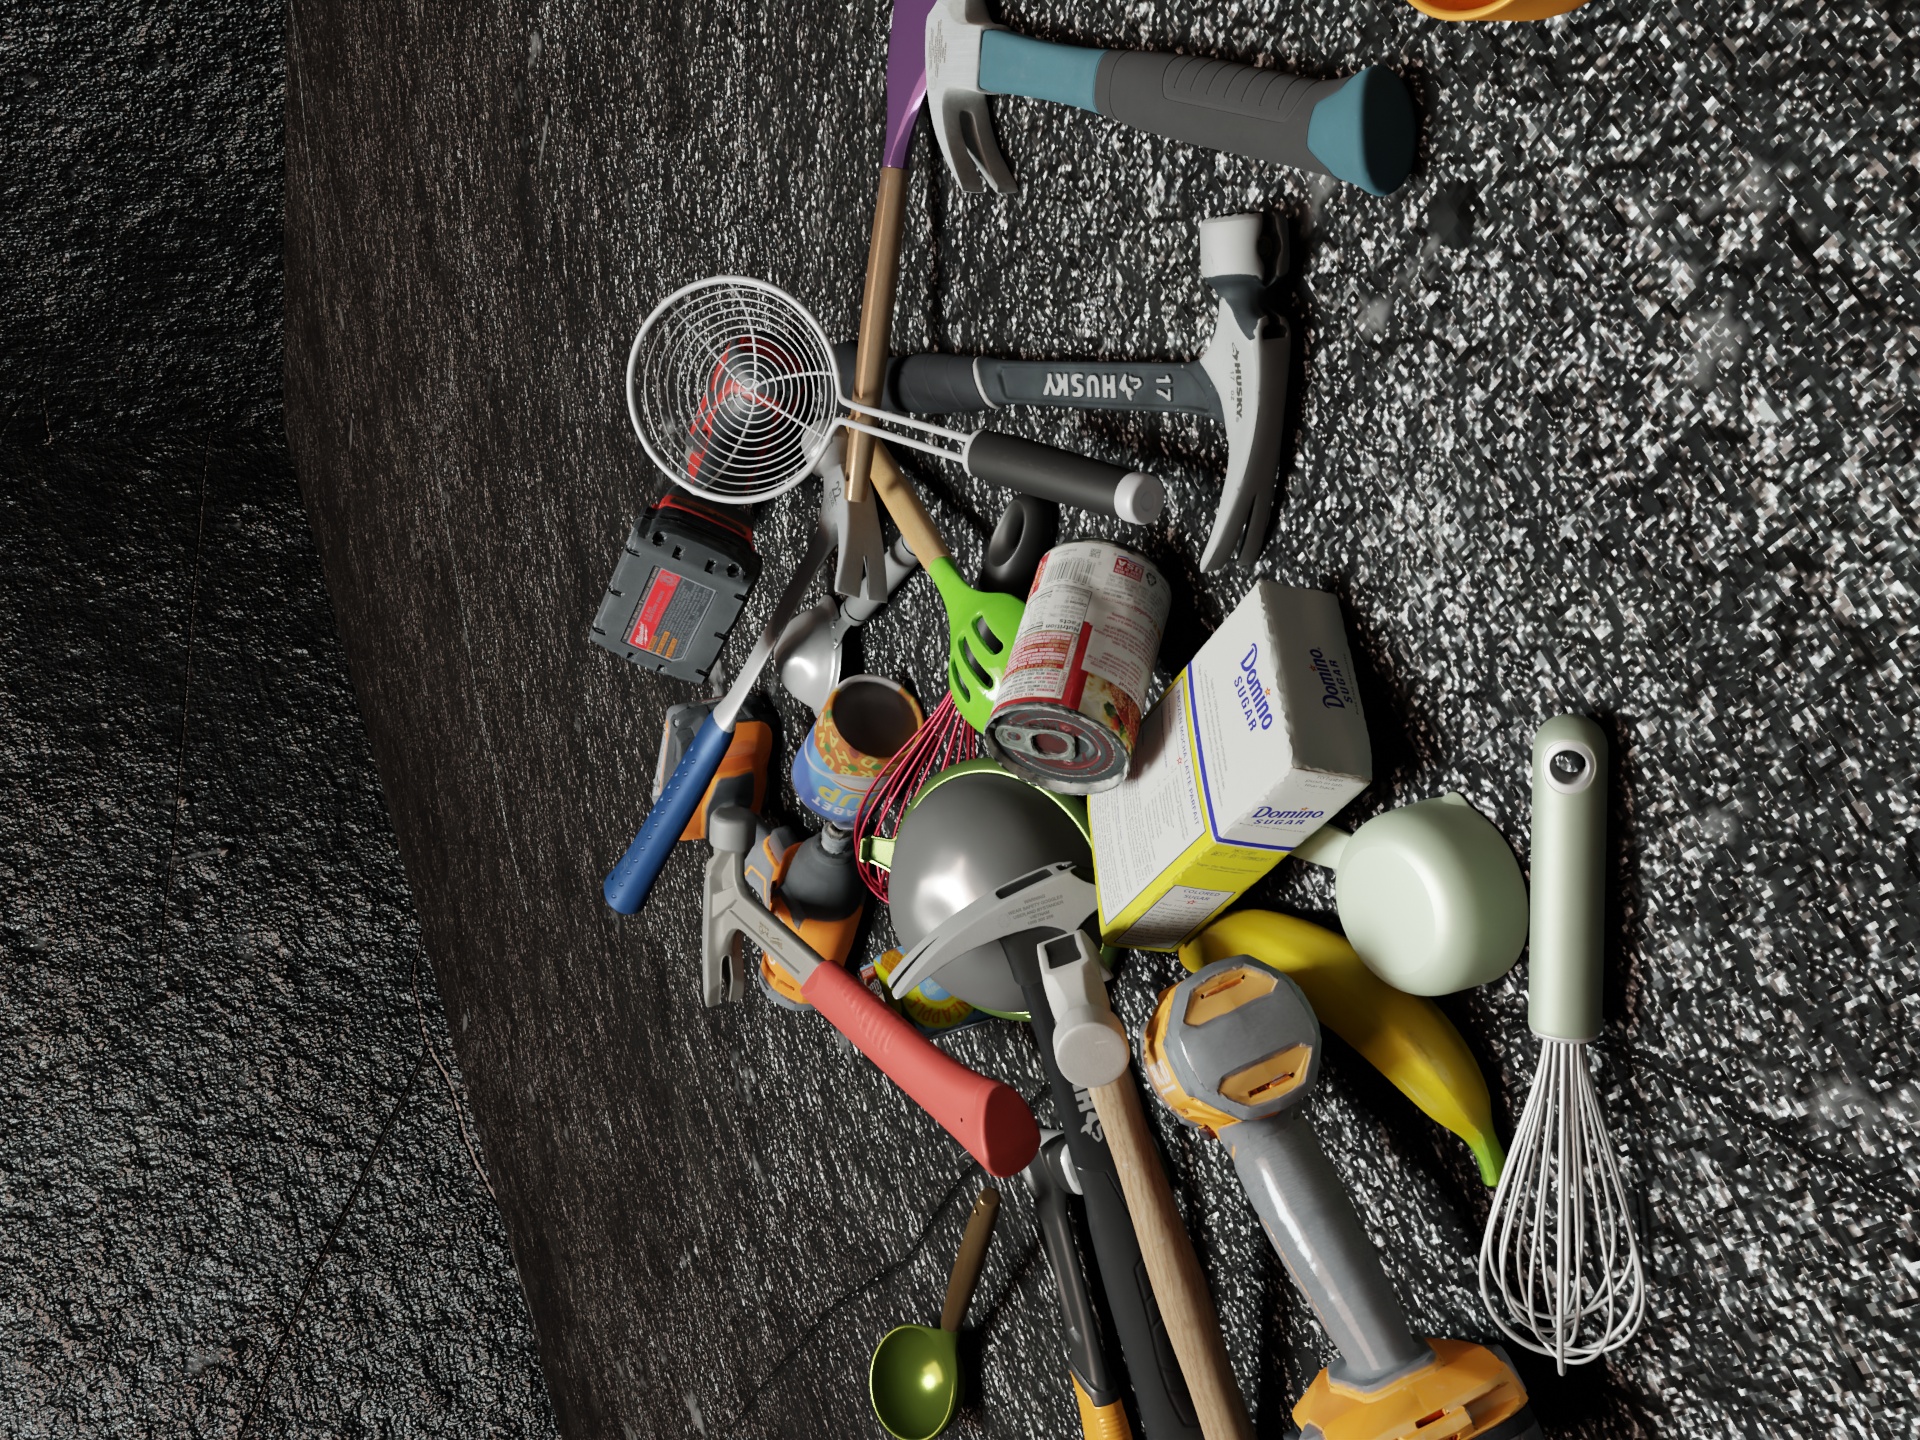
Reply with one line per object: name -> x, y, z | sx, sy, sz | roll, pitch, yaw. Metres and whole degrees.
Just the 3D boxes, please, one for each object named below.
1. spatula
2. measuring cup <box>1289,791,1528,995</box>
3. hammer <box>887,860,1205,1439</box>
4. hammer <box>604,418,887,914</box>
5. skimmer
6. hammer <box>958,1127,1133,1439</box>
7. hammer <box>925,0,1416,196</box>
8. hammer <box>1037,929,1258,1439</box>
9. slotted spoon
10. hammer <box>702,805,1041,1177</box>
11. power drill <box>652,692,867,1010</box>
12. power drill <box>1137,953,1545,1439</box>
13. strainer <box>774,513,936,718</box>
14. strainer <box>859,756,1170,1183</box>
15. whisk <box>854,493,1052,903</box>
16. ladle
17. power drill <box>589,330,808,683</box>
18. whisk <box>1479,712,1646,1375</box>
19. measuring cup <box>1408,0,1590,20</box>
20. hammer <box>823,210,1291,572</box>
spatula -> -0.038, -0.278, 0.877 | 0.060, 0.018, 0.316 | 28, 113, 54
measuring cup -> 0.158, 0.062, 0.664 | 0.168, 0.038, 0.083 | 21, 118, 56
hammer -> 0.070, 0.240, 0.816 | 0.035, 0.146, 0.334 | -146, 40, -79
hammer -> -0.156, -0.004, 1.082 | 0.405, 0.035, 0.144 | -56, 37, 33
skimmer -> -0.050, -0.149, 0.810 | 0.364, 0.090, 0.127 | 27, 111, 48
hammer -> 0.079, 0.407, 0.932 | 0.127, 0.034, 0.337 | -23, 79, 60
hammer -> 0.074, -0.281, 0.702 | 0.331, 0.033, 0.128 | 40, 132, 49
hammer -> 0.096, 0.246, 0.757 | 0.130, 0.031, 0.331 | -99, -10, -70
slotted spoon -> -0.020, -0.097, 0.891 | 0.070, 0.031, 0.314 | -59, 34, 25
hammer -> -0.071, 0.181, 0.976 | 0.359, 0.036, 0.149 | 29, 121, 51
power drill -> -0.143, 0.081, 1.176 | 0.227, 0.084, 0.164 | 52, 139, 34
power drill -> 0.142, 0.215, 0.673 | 0.185, 0.084, 0.226 | 90, 156, -74
strainer -> -0.074, -0.070, 1.039 | 0.258, 0.050, 0.087 | -41, 50, 54
strainer -> 0.033, 0.145, 0.851 | 0.151, 0.069, 0.256 | -34, 79, 35
whisk -> -0.001, -0.003, 0.916 | 0.073, 0.073, 0.295 | 52, 135, 39
ladle -> -0.013, 0.382, 1.025 | 0.320, 0.062, 0.078 | 101, 147, -48
power drill -> -0.173, -0.131, 1.057 | 0.187, 0.080, 0.227 | -54, 19, 44
whisk -> 0.219, 0.119, 0.576 | 0.058, 0.059, 0.246 | 1, 99, 23
measuring cup -> 0.170, -0.307, 0.504 | 0.095, 0.052, 0.174 | -23, 77, 61
hammer -> 0.028, -0.170, 0.825 | 0.409, 0.036, 0.149 | 20, 118, 58
